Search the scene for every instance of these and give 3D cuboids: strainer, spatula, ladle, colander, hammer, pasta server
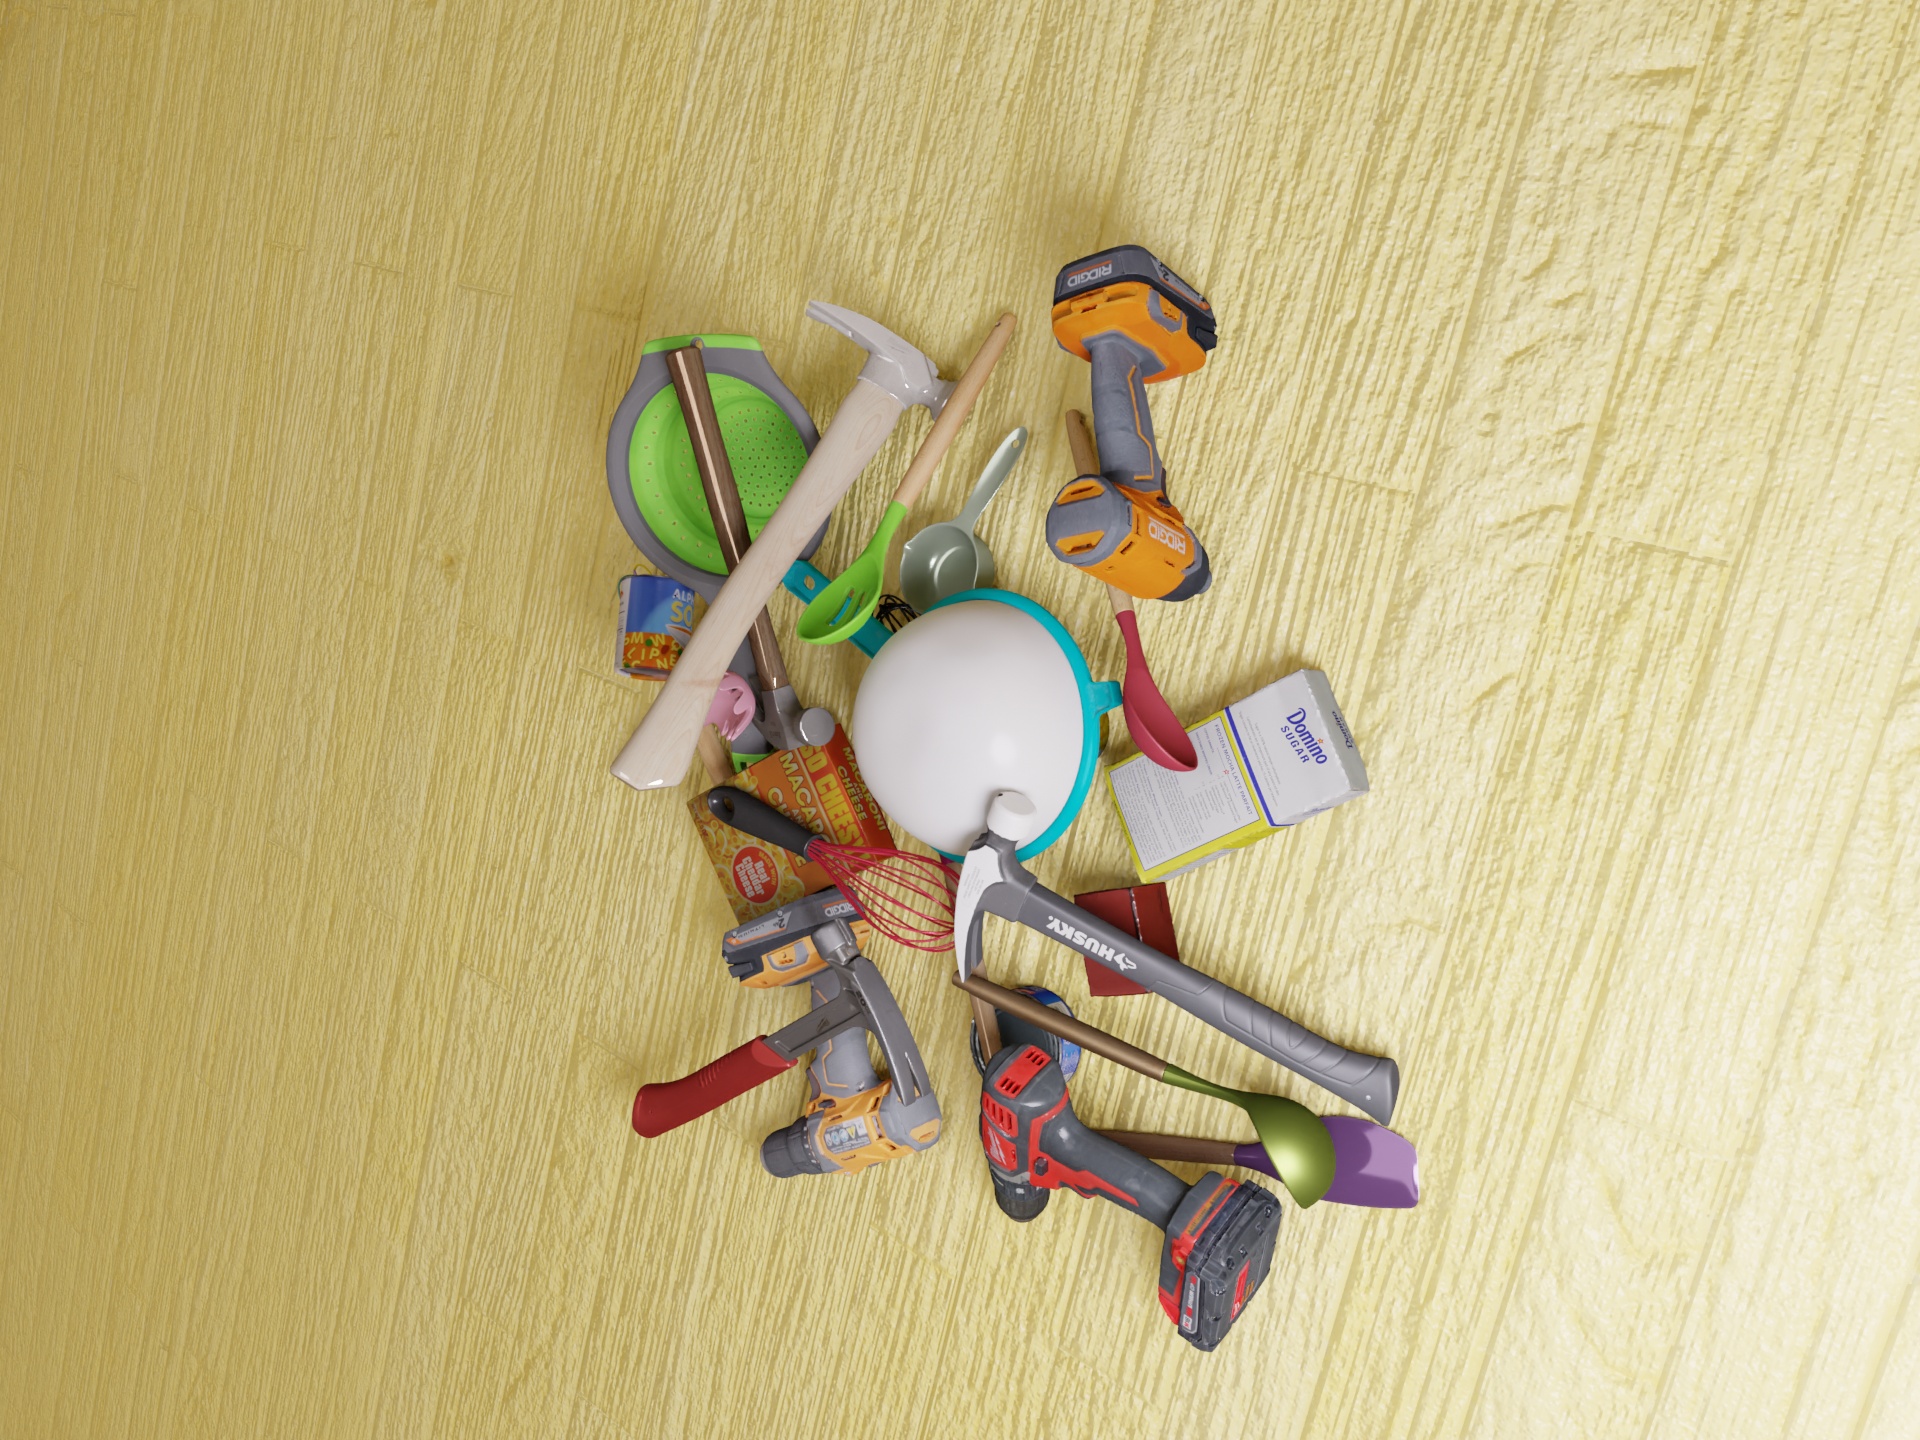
[{"bbox_3d":[-0.051,-0.029,1.200,0.341,0.095,0.211,40,115,30],"label":"strainer"},{"bbox_3d":[0.177,0.310,1.150,0.316,0.018,0.060,-6,84,36],"label":"spatula"},{"bbox_3d":[0.113,-0.099,1.149,0.031,0.069,0.316,-29,58,30],"label":"ladle"},{"bbox_3d":[-0.185,-0.139,1.384,0.204,0.094,0.397,2,110,18],"label":"colander"},{"bbox_3d":[-0.181,-0.136,1.288,0.130,0.031,0.331,-3,103,62],"label":"hammer"},{"bbox_3d":[0.146,0.185,1.098,0.335,0.035,0.146,28,120,13],"label":"hammer"},{"bbox_3d":[-0.155,-0.131,1.228,0.146,0.038,0.411,32,78,-7],"label":"hammer"},{"bbox_3d":[0.119,0.252,1.133,0.320,0.078,0.062,19,75,32],"label":"ladle"},{"bbox_3d":[-0.252,0.013,1.398,0.060,0.040,0.316,57,146,-5],"label":"pasta server"},{"bbox_3d":[-0.166,0.291,1.308,0.359,0.036,0.149,-36,77,41],"label":"hammer"}]

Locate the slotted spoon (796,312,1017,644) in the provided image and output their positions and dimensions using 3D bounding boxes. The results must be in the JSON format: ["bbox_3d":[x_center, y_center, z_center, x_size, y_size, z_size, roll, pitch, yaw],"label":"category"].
[{"bbox_3d":[-0.033,-0.185,1.219,0.070,0.031,0.314,13,69,49],"label":"slotted spoon"}]

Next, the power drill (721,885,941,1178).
[{"bbox_3d":[-0.126,0.273,1.343,0.185,0.084,0.226,-27,78,36],"label":"power drill"}]

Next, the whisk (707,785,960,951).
[{"bbox_3d":[-0.105,0.111,1.282,0.296,0.073,0.073,23,104,36],"label":"whisk"}]

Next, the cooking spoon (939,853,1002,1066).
[{"bbox_3d":[-0.002,0.139,1.257,0.069,0.017,0.319,-26,65,30],"label":"cooking spoon"}]

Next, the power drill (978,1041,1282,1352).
[{"bbox_3d":[0.108,0.347,1.142,0.227,0.080,0.187,29,141,28],"label":"power drill"}]

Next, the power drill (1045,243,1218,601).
[{"bbox_3d":[0.129,-0.196,1.116,0.084,0.164,0.227,-9,73,37],"label":"power drill"}]

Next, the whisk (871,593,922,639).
[{"bbox_3d":[-0.003,-0.003,1.269,0.055,0.055,0.239,-43,71,29],"label":"whisk"}]

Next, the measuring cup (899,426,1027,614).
[{"bbox_3d":[0.015,-0.155,1.264,0.083,0.038,0.167,38,102,32],"label":"measuring cup"}]

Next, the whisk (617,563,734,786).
[{"bbox_3d":[-0.257,-0.037,1.461,0.047,0.051,0.245,-32,74,26],"label":"whisk"}]
